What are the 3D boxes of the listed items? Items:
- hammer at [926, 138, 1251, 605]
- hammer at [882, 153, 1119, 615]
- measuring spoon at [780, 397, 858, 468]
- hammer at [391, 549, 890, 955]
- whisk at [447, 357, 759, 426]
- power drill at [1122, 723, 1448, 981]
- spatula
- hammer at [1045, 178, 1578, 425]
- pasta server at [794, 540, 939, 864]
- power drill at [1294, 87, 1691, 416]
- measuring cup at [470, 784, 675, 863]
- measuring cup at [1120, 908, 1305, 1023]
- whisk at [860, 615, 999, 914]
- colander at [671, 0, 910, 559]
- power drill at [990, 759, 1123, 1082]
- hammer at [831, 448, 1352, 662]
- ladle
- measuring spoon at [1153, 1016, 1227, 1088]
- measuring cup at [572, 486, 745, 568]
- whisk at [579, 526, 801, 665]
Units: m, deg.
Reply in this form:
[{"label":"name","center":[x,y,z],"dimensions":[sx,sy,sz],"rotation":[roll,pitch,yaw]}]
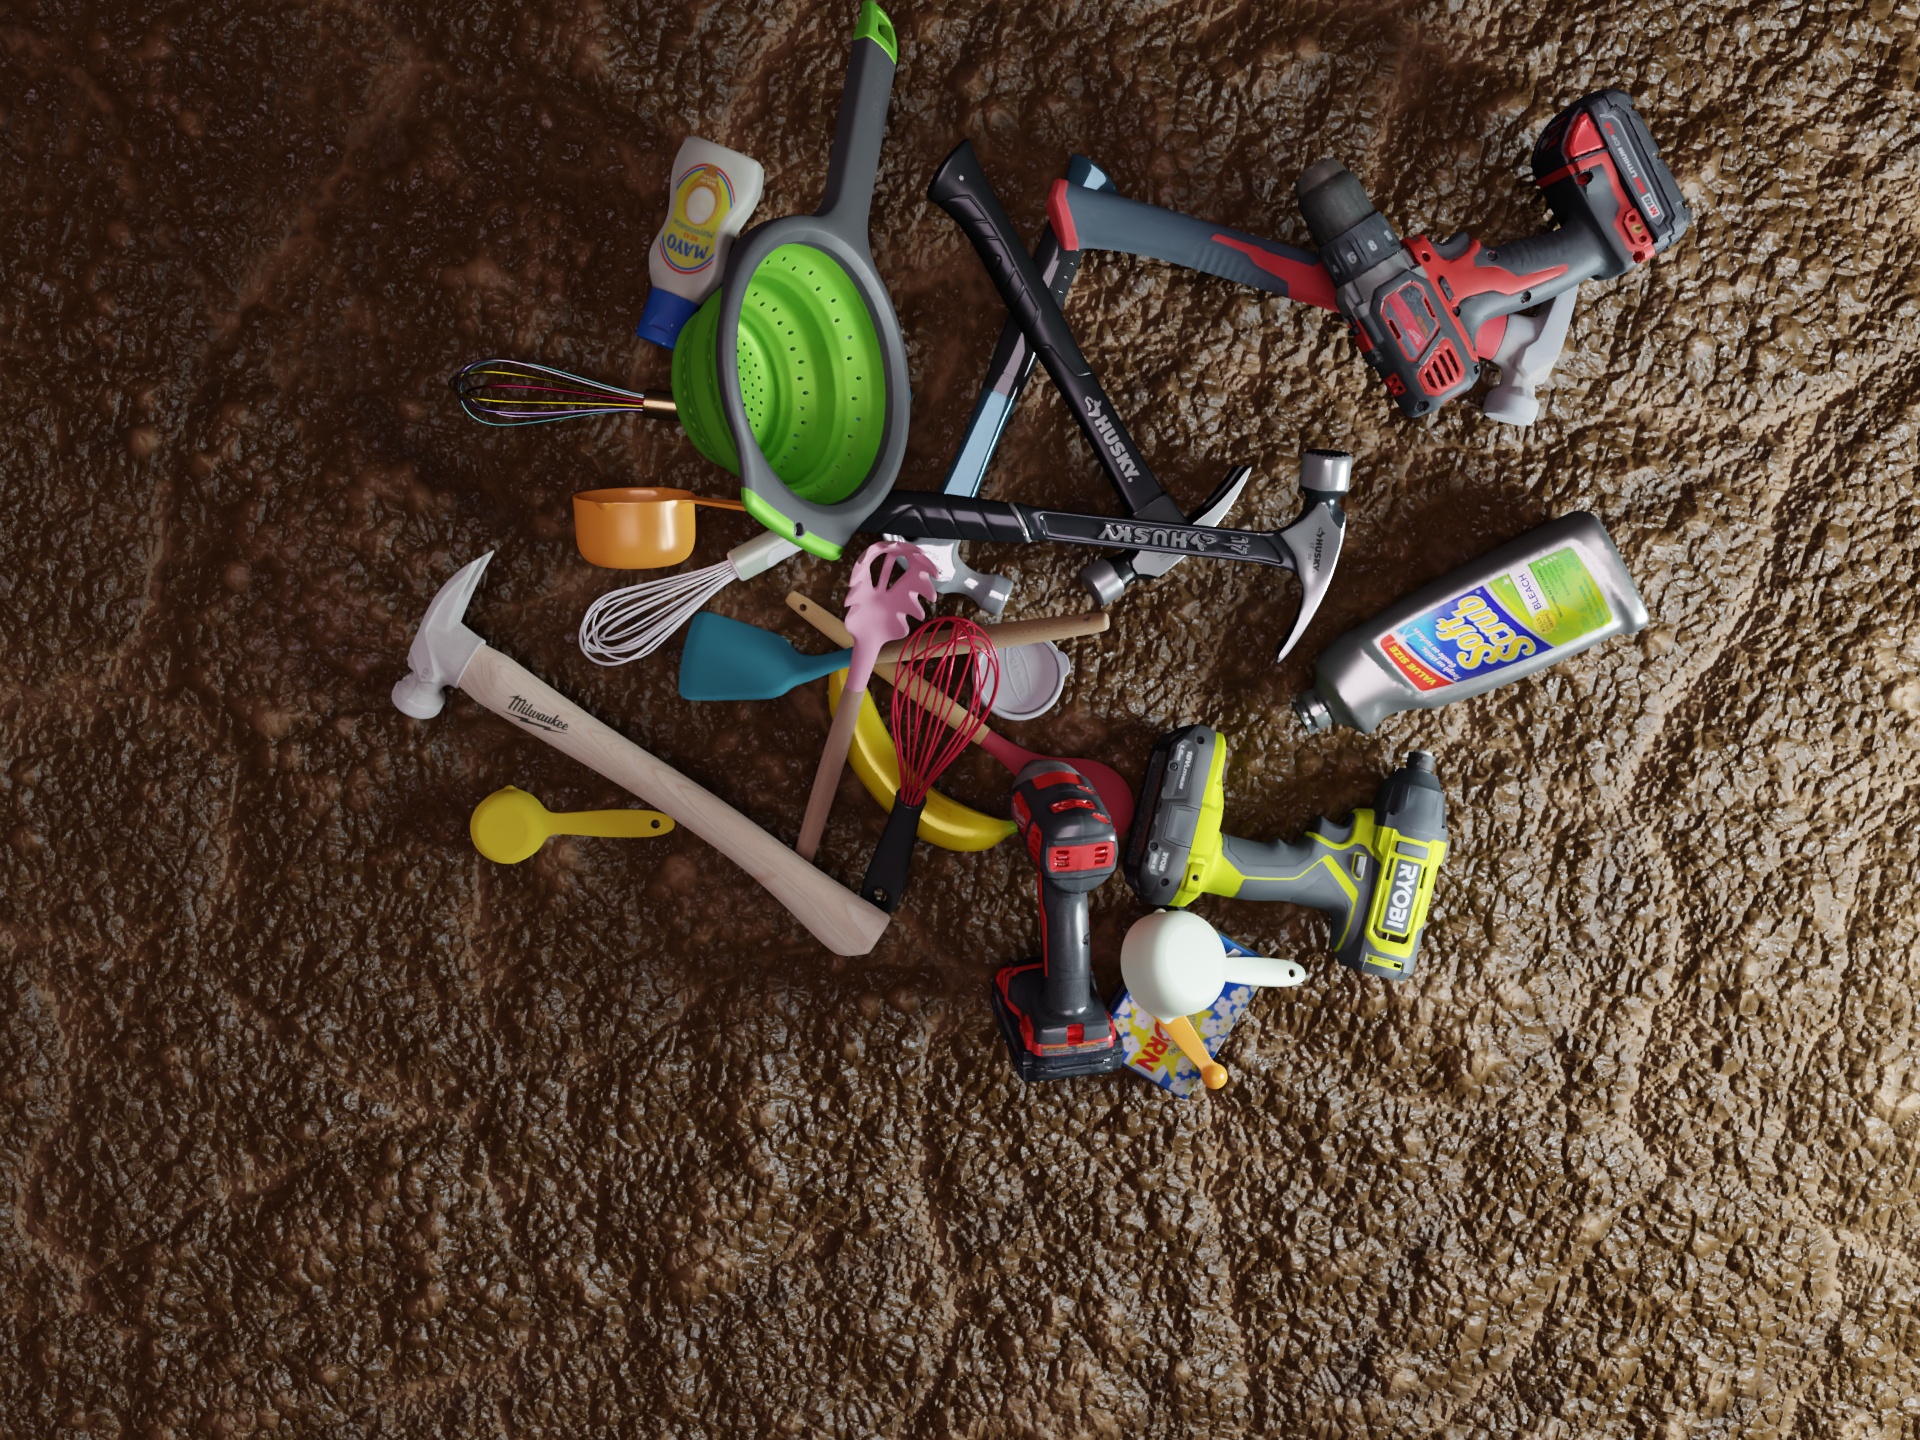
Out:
[{"label":"hammer","center":[0.080,-0.260,1.142],"dimensions":[0.146,0.035,0.334],"rotation":[-33,103,-3]},{"label":"hammer","center":[0.036,-0.253,1.176],"dimensions":[0.128,0.033,0.331],"rotation":[23,96,-2]},{"label":"measuring spoon","center":[-0.094,-0.216,1.182],"dimensions":[0.128,0.021,0.042],"rotation":[-29,125,8]},{"label":"hammer","center":[-0.225,0.039,1.185],"dimensions":[0.410,0.038,0.146],"rotation":[34,118,-2]},{"label":"whisk","center":[-0.257,-0.235,1.180],"dimensions":[0.245,0.047,0.051],"rotation":[6,96,-3]},{"label":"power drill","center":[0.247,0.085,1.188],"dimensions":[0.223,0.080,0.171],"rotation":[15,86,-4]},{"label":"spatula","center":[-0.050,-0.057,1.160],"dimensions":[0.317,0.044,0.082],"rotation":[-7,53,16]},{"label":"hammer","center":[0.252,-0.334,1.142],"dimensions":[0.386,0.038,0.143],"rotation":[15,96,-6]},{"label":"pasta server","center":[-0.082,0.002,1.146],"dimensions":[0.060,0.040,0.316],"rotation":[10,122,-16]},{"label":"power drill","center":[0.357,-0.342,1.095],"dimensions":[0.226,0.080,0.188],"rotation":[-32,97,2]},{"label":"measuring cup","center":[-0.300,0.082,1.223],"dimensions":[0.156,0.029,0.062],"rotation":[-1,97,1]},{"label":"measuring cup","center":[0.195,0.179,1.158],"dimensions":[0.167,0.038,0.083],"rotation":[8,72,-27]},{"label":"whisk","center":[-0.032,0.041,1.143],"dimensions":[0.073,0.073,0.295],"rotation":[17,129,-1]},{"label":"colander","center":[-0.114,-0.306,1.087],"dimensions":[0.094,0.204,0.397],"rotation":[0,75,32]},{"label":"power drill","center":[0.069,0.138,1.156],"dimensions":[0.078,0.143,0.219],"rotation":[-5,114,-10]},{"label":"hammer","center":[0.063,-0.134,1.134],"dimensions":[0.409,0.036,0.149],"rotation":[7,109,9]},{"label":"ladle","center":[-0.002,-0.004,1.210],"dimensions":[0.315,0.031,0.069],"rotation":[35,101,-1]},{"label":"measuring spoon","center":[0.164,0.231,1.199],"dimensions":[0.021,0.011,0.117],"rotation":[-36,94,5]},{"label":"measuring cup","center":[-0.198,-0.136,1.156],"dimensions":[0.173,0.095,0.052],"rotation":[7,106,15]},{"label":"whisk","center":[-0.175,-0.111,1.192],"dimensions":[0.246,0.057,0.059],"rotation":[-28,65,0]}]
